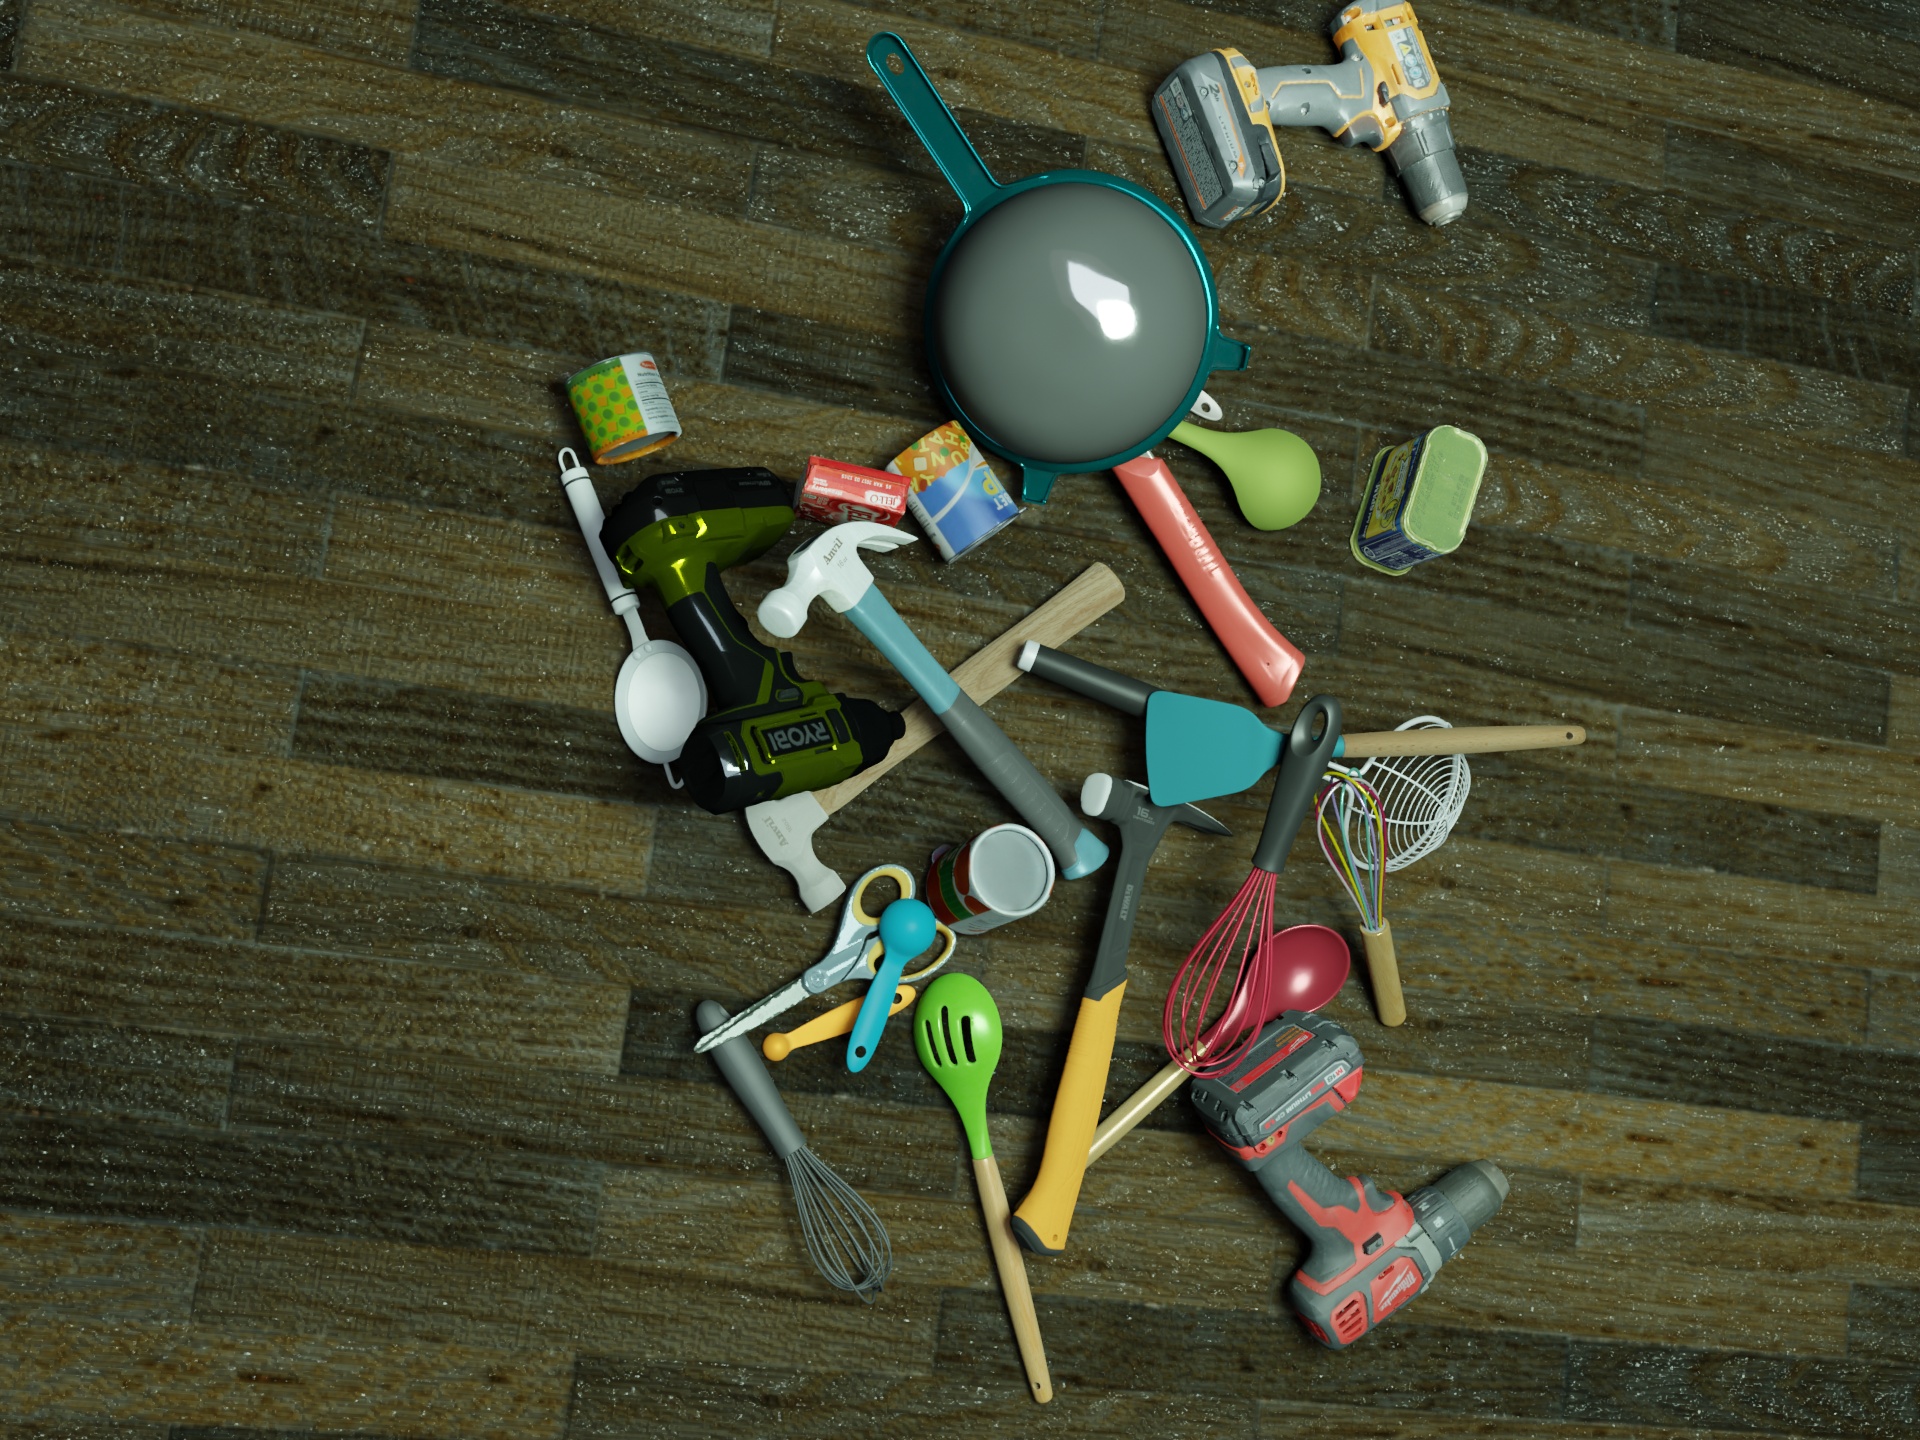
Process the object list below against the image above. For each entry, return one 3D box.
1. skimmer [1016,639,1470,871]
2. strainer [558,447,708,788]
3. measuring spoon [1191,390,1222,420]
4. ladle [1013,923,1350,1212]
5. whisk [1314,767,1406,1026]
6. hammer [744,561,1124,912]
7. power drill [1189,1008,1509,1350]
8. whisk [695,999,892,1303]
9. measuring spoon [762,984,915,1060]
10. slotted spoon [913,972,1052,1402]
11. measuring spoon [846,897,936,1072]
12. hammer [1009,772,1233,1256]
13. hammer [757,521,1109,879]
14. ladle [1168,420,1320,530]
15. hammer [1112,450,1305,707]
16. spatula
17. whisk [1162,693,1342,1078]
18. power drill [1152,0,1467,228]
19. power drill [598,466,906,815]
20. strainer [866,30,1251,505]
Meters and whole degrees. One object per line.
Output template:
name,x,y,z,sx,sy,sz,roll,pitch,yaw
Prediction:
skimmer,0.213,0.011,1.190,0.363,0.090,0.127,21,101,-4
strainer,-0.230,-0.076,1.119,0.087,0.050,0.258,-26,84,31
measuring spoon,0.149,-0.264,1.228,0.124,0.018,0.034,29,72,-15
ladle,0.162,0.261,1.178,0.315,0.031,0.069,-39,98,-10
whisk,0.296,0.131,1.160,0.047,0.051,0.244,-5,125,23
hammer,-0.016,-0.011,1.162,0.331,0.031,0.130,-37,94,-12
power drill,0.291,0.324,1.165,0.188,0.080,0.226,-33,103,-12
whisk,-0.119,0.299,1.107,0.055,0.055,0.239,-31,88,-12
measuring spoon,-0.086,0.215,1.138,0.117,0.011,0.021,-20,90,-13
slotted spoon,0.024,0.336,1.138,0.070,0.031,0.314,-13,92,24
measuring spoon,-0.050,0.186,1.117,0.042,0.021,0.129,25,75,-15
hammer,0.104,0.214,1.141,0.127,0.034,0.337,20,81,-32
hammer,-0.002,-0.004,1.107,0.330,0.033,0.128,49,50,-24
ladle,0.127,-0.233,1.211,0.320,0.062,0.078,23,81,-2
hammer,0.140,-0.160,1.186,0.149,0.037,0.359,-30,101,18
spatula,0.293,0.015,1.139,0.317,0.044,0.082,-2,89,-8
whisk,0.209,0.120,1.115,0.073,0.073,0.295,14,106,-10
power drill,0.284,-0.453,1.239,0.226,0.084,0.185,-23,92,-17
power drill,-0.138,-0.056,1.078,0.171,0.080,0.223,-14,74,-44
strainer,0.034,-0.320,1.083,0.211,0.095,0.340,-32,101,18
